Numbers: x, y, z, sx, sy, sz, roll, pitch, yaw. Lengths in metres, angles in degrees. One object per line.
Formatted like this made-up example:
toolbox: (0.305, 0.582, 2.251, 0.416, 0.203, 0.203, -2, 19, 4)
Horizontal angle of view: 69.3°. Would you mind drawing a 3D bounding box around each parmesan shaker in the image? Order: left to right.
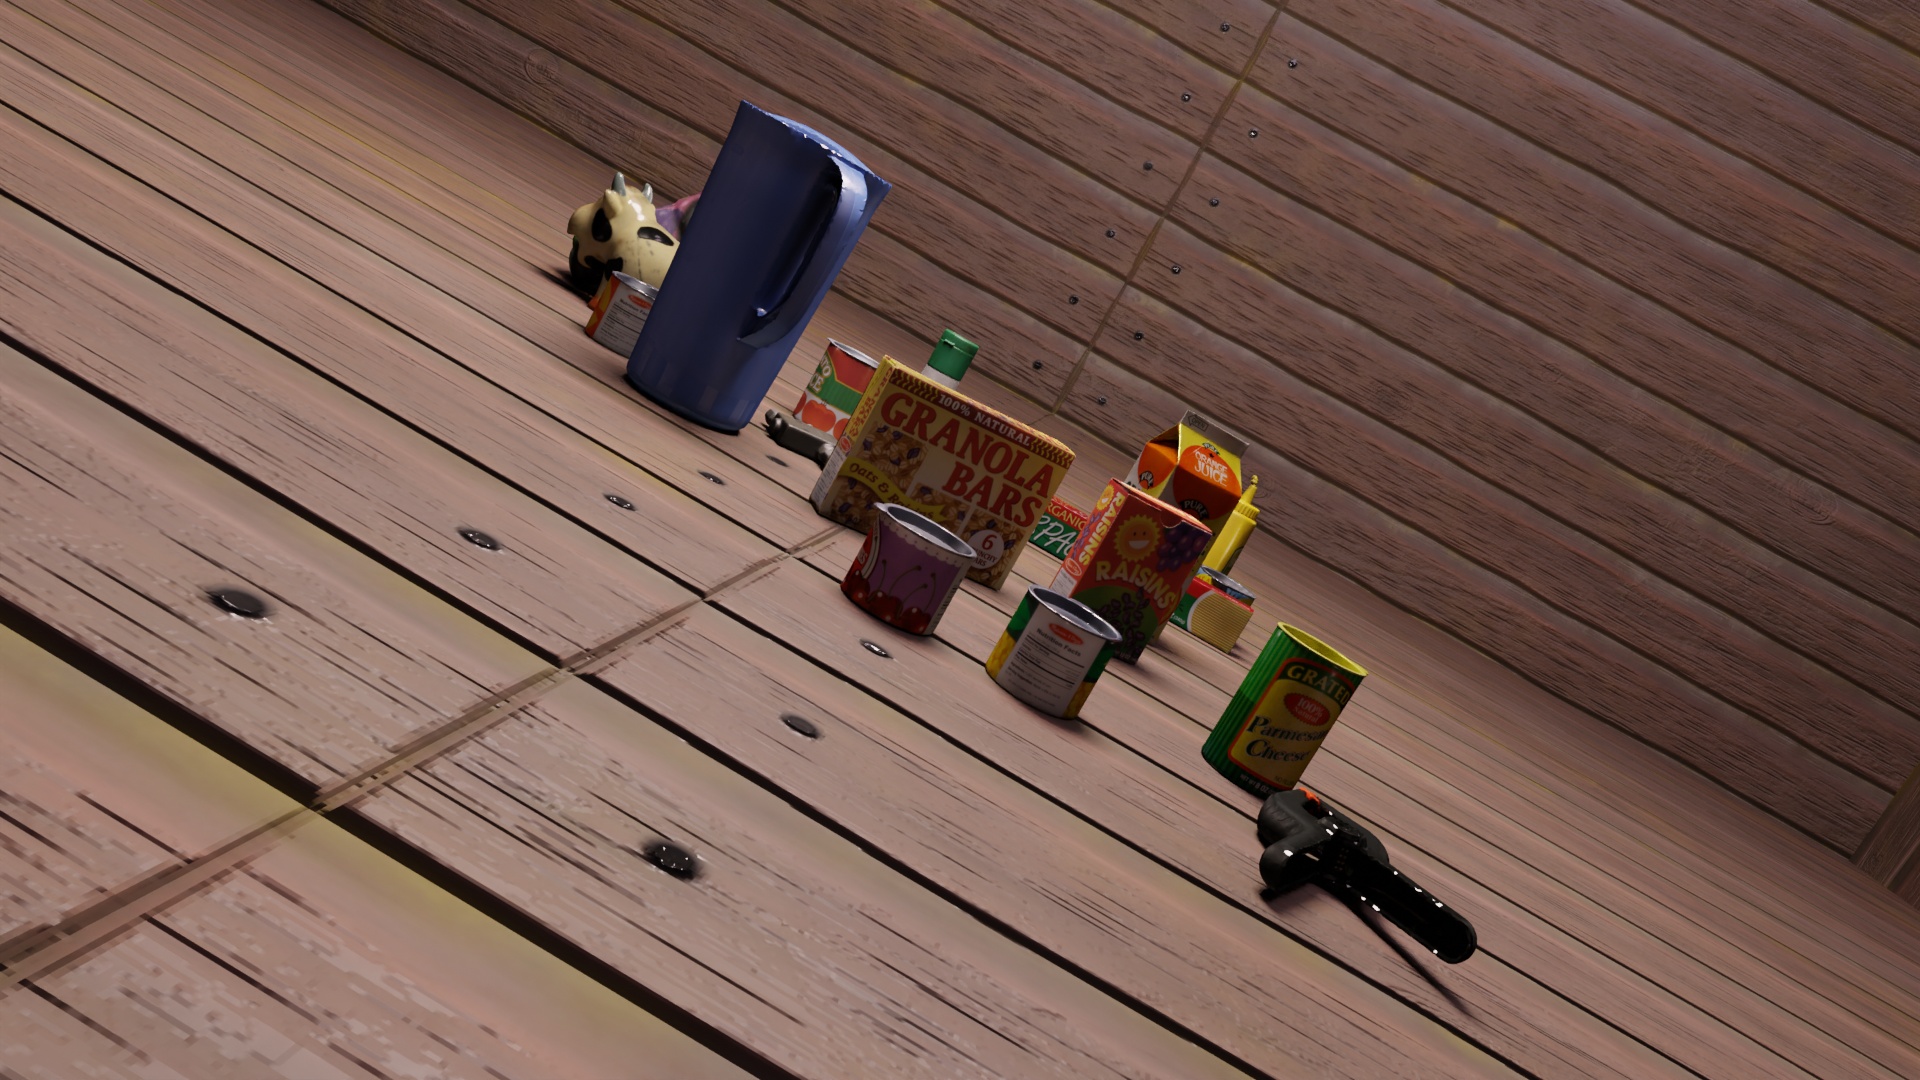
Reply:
parmesan shaker: (0.217, 0.117, 0.928, 0.071, 0.103, 0.071, 28, 10, -5)

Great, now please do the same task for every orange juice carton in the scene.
orange juice carton: (0.176, -0.015, 1.205, 0.072, 0.192, 0.073, 25, 10, -21)

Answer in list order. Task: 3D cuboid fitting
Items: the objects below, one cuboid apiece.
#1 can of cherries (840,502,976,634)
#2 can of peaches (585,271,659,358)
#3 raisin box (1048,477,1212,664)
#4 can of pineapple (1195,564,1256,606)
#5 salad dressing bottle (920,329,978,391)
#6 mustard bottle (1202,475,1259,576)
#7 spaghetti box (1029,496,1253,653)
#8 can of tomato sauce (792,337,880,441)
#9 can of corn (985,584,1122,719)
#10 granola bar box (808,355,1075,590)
can of cherries: (-0.035, 0.017, 0.860, 0.071, 0.058, 0.071, 28, 10, -5)
can of peaches: (-0.285, -0.194, 1.212, 0.071, 0.058, 0.071, 28, 10, -5)
raisin box: (0.126, 0.024, 1.074, 0.086, 0.123, 0.040, 25, 11, -25)
can of pineapple: (0.258, 0.065, 1.420, 0.071, 0.057, 0.071, 28, 10, -5)
salad dressing bottle: (-0.033, -0.127, 1.317, 0.064, 0.147, 0.044, 34, 11, 25)
mustard bottle: (0.284, 0.001, 1.513, 0.049, 0.160, 0.065, 32, 10, 17)
spaghetti box: (0.169, 0.029, 1.378, 0.250, 0.050, 0.029, 30, 10, 4)
can of tomato sauce: (-0.118, -0.144, 1.353, 0.071, 0.083, 0.071, 28, 10, -5)
can of corn: (0.058, 0.068, 0.858, 0.071, 0.058, 0.071, 28, 10, -5)
granola bar box: (-0.013, -0.049, 1.052, 0.165, 0.124, 0.039, 24, 11, -27)
